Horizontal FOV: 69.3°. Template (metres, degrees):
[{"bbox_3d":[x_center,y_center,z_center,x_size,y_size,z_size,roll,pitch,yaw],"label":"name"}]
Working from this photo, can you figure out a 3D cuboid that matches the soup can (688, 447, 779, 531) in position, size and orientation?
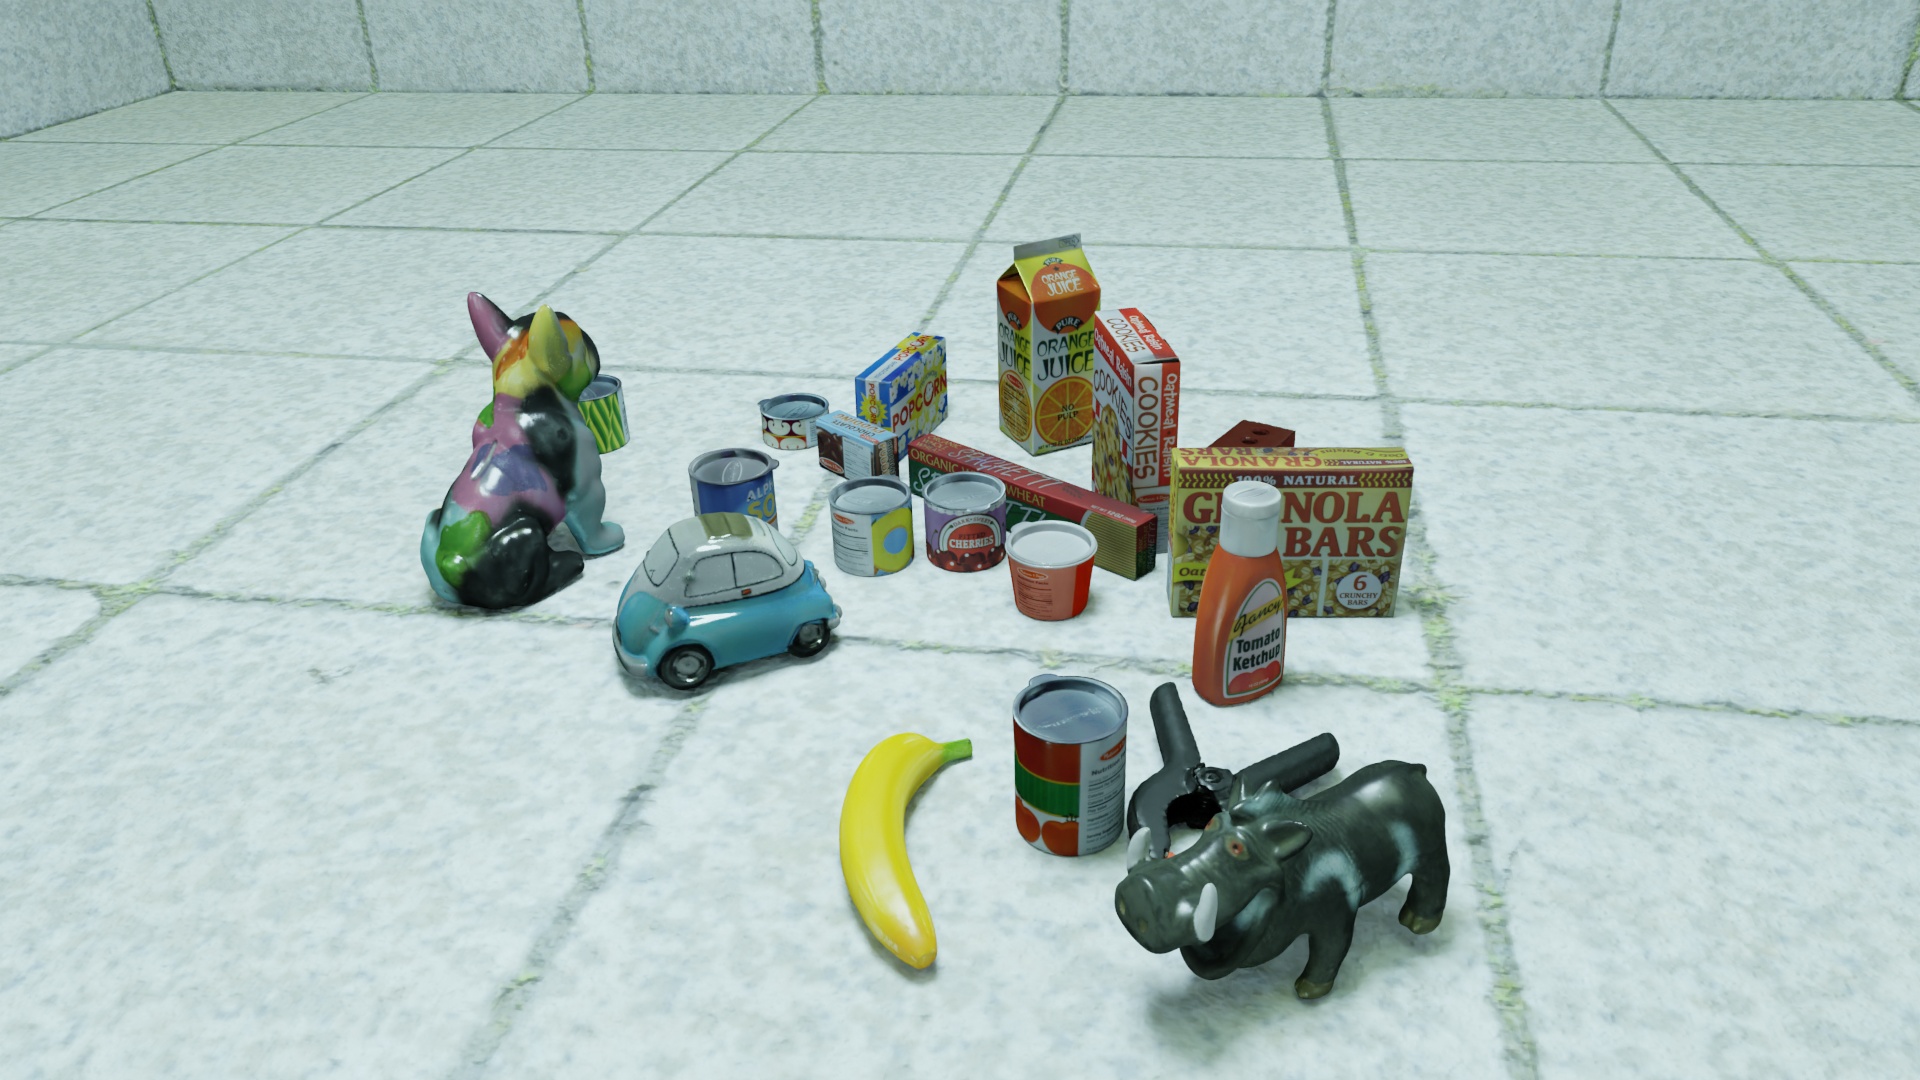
[{"bbox_3d":[-0.177,-0.023,1.108,0.071,0.083,0.072,-2,28,1],"label":"soup can"}]

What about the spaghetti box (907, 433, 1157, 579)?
[{"bbox_3d":[0.052,-0.032,1.145,0.250,0.050,0.029,22,37,37],"label":"spaghetti box"}]

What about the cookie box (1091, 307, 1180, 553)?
[{"bbox_3d":[0.141,-0.090,1.125,0.040,0.166,0.123,-6,29,-8],"label":"cookie box"}]

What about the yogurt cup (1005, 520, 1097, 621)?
[{"bbox_3d":[0.068,0.024,1.038,0.072,0.053,0.073,-1,28,1],"label":"yogurt cup"}]

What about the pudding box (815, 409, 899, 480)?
[{"bbox_3d":[-0.093,-0.081,1.245,0.030,0.049,0.084,-26,36,-37],"label":"pudding box"}]

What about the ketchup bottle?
[{"bbox_3d":[0.186,0.034,0.912,0.065,0.148,0.043,-16,31,-24],"label":"ketchup bottle"}]

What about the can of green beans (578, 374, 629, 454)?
[{"bbox_3d":[-0.353,-0.120,1.325,0.071,0.057,0.071,-2,28,1],"label":"can of green beans"}]

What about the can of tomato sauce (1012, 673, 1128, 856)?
[{"bbox_3d":[0.062,0.130,0.811,0.071,0.082,0.071,-2,28,1],"label":"can of tomato sauce"}]

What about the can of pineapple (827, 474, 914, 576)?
[{"bbox_3d":[-0.069,-0.012,1.109,0.071,0.057,0.071,-2,28,1],"label":"can of pineapple"}]

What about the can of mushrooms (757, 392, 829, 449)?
[{"bbox_3d":[-0.160,-0.115,1.329,0.071,0.033,0.071,-1,28,1],"label":"can of mushrooms"}]

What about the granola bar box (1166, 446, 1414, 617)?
[{"bbox_3d":[0.236,-0.005,1.008,0.166,0.123,0.039,0,28,3],"label":"granola bar box"}]

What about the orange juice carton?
[{"bbox_3d":[0.080,-0.183,1.273,0.072,0.191,0.073,-14,31,-22],"label":"orange juice carton"}]

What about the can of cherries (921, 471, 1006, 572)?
[{"bbox_3d":[0.004,-0.014,1.106,0.071,0.058,0.072,-2,28,1],"label":"can of cherries"}]

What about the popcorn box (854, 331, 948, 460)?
[{"bbox_3d":[-0.054,-0.134,1.304,0.038,0.084,0.127,10,31,21],"label":"popcorn box"}]
